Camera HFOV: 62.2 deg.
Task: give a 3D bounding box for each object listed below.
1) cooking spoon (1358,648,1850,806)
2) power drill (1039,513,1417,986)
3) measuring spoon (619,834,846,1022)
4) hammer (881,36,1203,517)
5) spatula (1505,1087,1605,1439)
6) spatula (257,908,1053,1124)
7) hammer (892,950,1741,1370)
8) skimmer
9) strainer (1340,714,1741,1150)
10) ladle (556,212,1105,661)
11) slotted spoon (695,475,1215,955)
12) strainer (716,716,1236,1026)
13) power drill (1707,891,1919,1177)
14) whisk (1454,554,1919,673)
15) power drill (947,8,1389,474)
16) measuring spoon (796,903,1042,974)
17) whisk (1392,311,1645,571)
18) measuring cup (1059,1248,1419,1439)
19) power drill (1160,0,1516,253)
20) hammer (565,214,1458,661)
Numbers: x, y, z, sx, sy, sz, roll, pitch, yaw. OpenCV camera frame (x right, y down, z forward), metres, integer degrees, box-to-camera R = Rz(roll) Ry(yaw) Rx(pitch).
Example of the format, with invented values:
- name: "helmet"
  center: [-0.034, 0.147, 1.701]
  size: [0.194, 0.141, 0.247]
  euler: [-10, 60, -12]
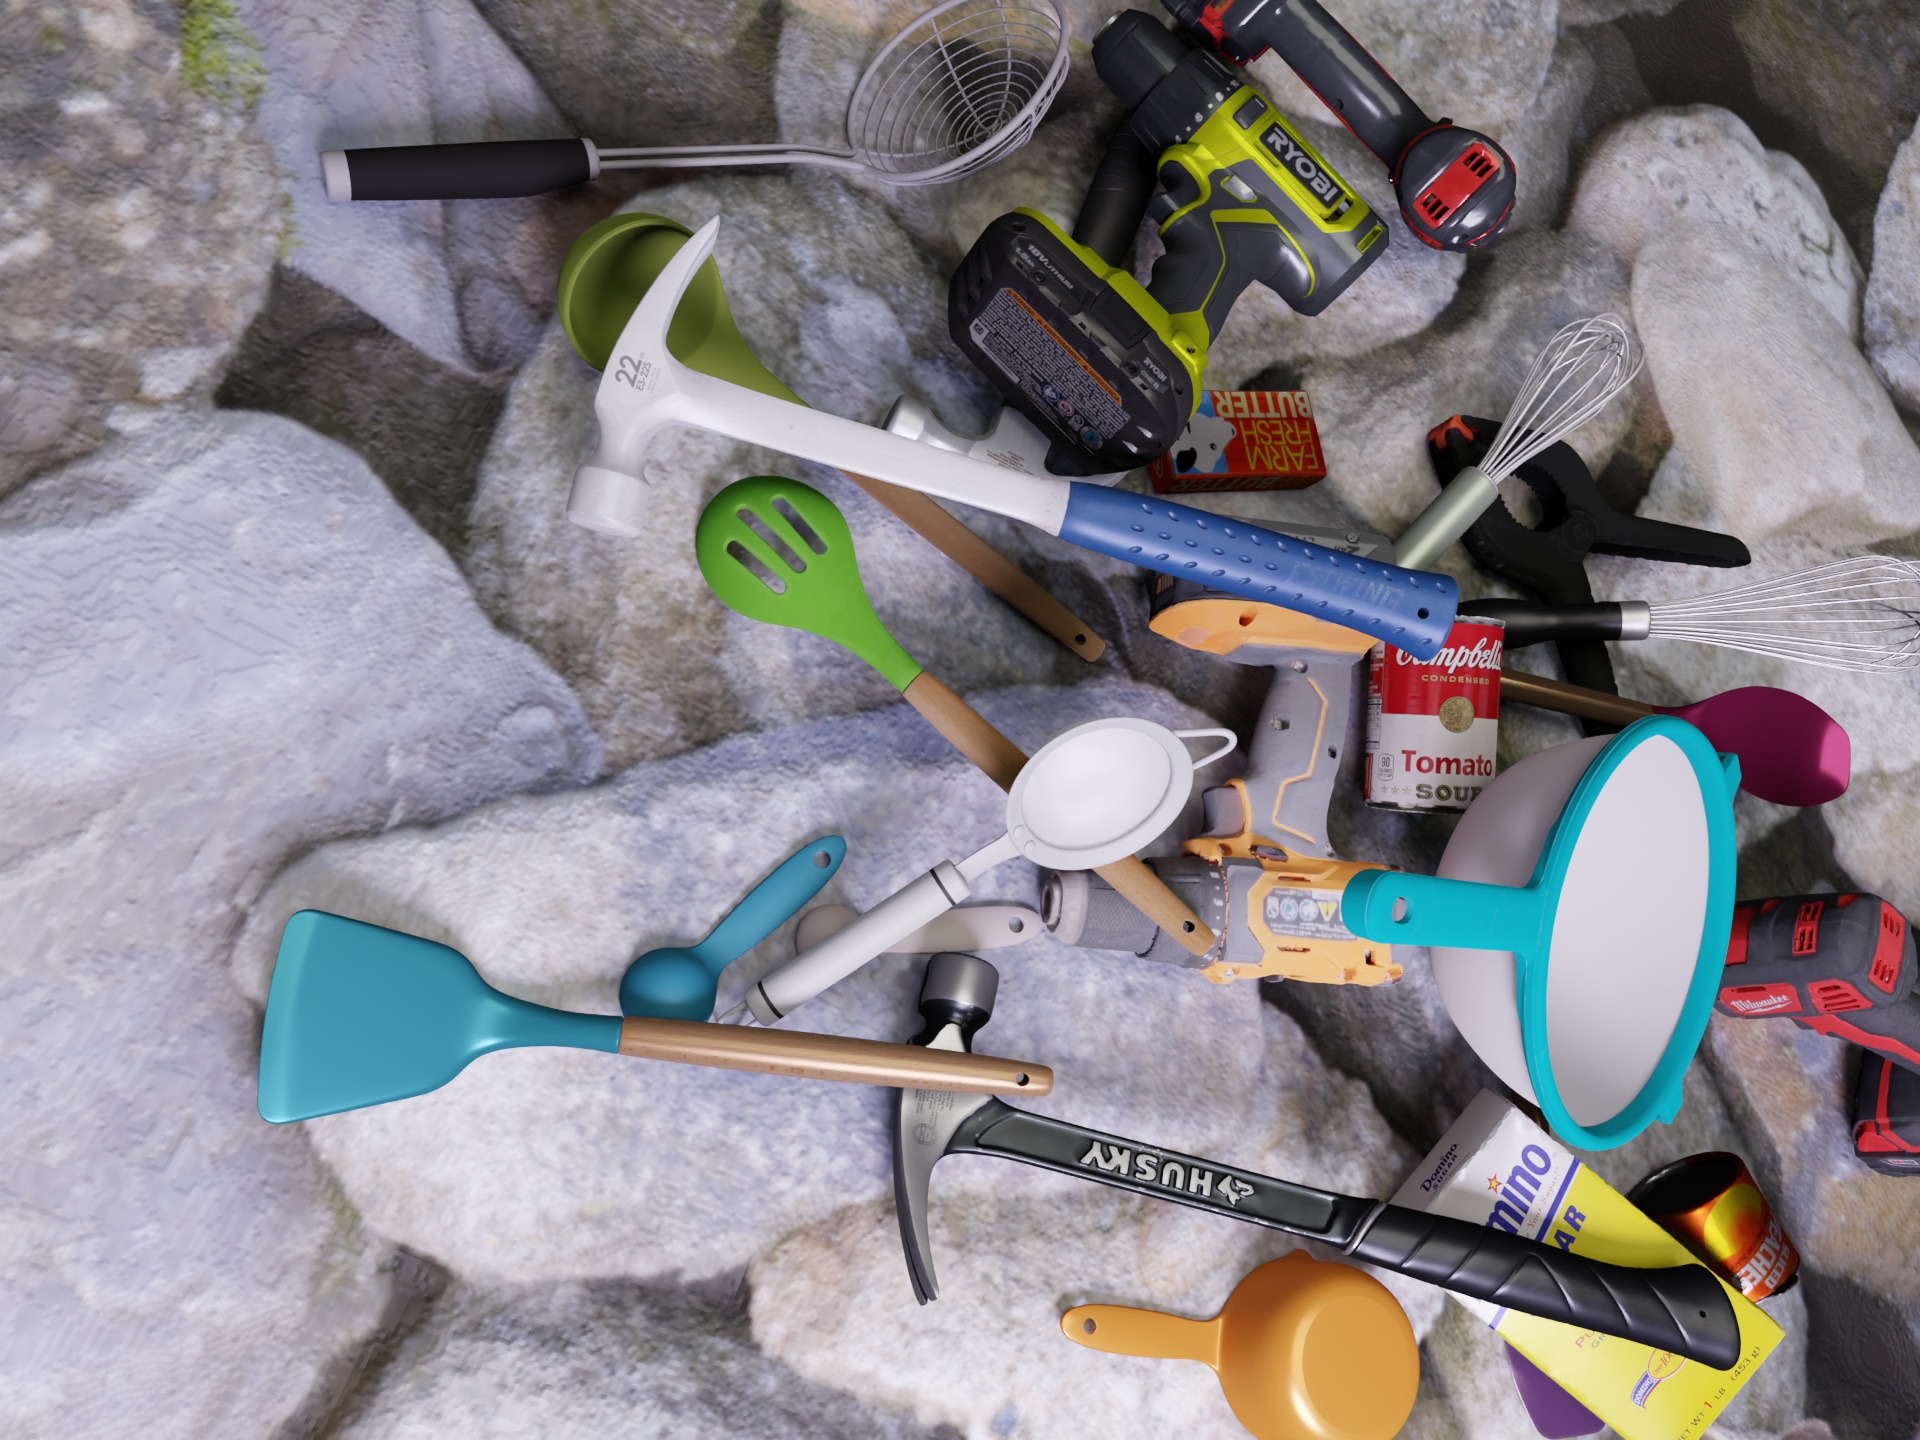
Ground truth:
- name: "cooking spoon"
  center: [0.366, -0.008, 0.904]
  size: [0.318, 0.017, 0.069]
  euler: [12, 77, -10]
- name: "power drill"
  center: [0.133, 0.017, 0.793]
  size: [0.185, 0.084, 0.226]
  euler: [5, 78, -13]
- name: "measuring spoon"
  center: [-0.095, 0.092, 0.703]
  size: [0.128, 0.021, 0.042]
  euler: [-42, 94, -25]
- name: "hammer"
  center: [0.071, -0.251, 0.866]
  size: [0.128, 0.033, 0.331]
  euler: [28, 66, -13]
- name: "spatula"
  center: [0.300, 0.209, 0.841]
  size: [0.059, 0.018, 0.316]
  euler: [3, 75, -20]
- name: "spatula"
  center: [-0.114, 0.135, 0.653]
  size: [0.317, 0.044, 0.082]
  euler: [8, 83, -9]
- name: "hammer"
  center: [0.164, 0.229, 0.718]
  size: [0.409, 0.036, 0.149]
  euler: [17, 62, -6]
- name: "skimmer"
  center: [-0.120, -0.302, 0.768]
  size: [0.363, 0.090, 0.127]
  euler: [-12, 48, -23]
- name: "strainer"
  center: [0.251, 0.089, 0.748]
  size: [0.340, 0.095, 0.211]
  euler: [10, 90, -42]
- name: "ladle"
  center: [-0.053, -0.124, 0.766]
  size: [0.320, 0.062, 0.078]
  euler: [37, 101, -13]
- name: "slotted spoon"
  center: [-0.001, -0.002, 0.736]
  size: [0.314, 0.031, 0.070]
  euler: [43, 81, 3]
- name: "strainer"
  center: [0.001, 0.064, 0.697]
  size: [0.258, 0.050, 0.086]
  euler: [-33, 131, -1]
- name: "power drill"
  center: [0.490, 0.169, 0.872]
  size: [0.219, 0.143, 0.079]
  euler: [34, 64, -18]
- name: "whisk"
  center: [0.407, -0.057, 0.886]
  size: [0.284, 0.070, 0.070]
  euler: [-1, 73, 9]
- name: "power drill"
  center: [0.098, -0.253, 0.819]
  size: [0.190, 0.080, 0.228]
  euler: [44, 61, -4]
- name: "measuring spoon"
  center: [-0.015, 0.098, 0.738]
  size: [0.124, 0.018, 0.034]
  euler: [-2, 76, -24]
- name: "whisk"
  center: [0.298, -0.139, 0.897]
  size: [0.246, 0.058, 0.059]
  euler: [-46, 137, -8]
- name: "measuring cup"
  center: [0.132, 0.287, 0.727]
  size: [0.173, 0.052, 0.095]
  euler: [15, 70, -21]
- name: "power drill"
  center: [0.229, -0.358, 0.913]
  size: [0.227, 0.080, 0.188]
  euler: [46, 22, 2]
- name: "hammer"
  center: [0.038, -0.106, 0.727]
  size: [0.405, 0.035, 0.144]
  euler: [15, 89, -10]
